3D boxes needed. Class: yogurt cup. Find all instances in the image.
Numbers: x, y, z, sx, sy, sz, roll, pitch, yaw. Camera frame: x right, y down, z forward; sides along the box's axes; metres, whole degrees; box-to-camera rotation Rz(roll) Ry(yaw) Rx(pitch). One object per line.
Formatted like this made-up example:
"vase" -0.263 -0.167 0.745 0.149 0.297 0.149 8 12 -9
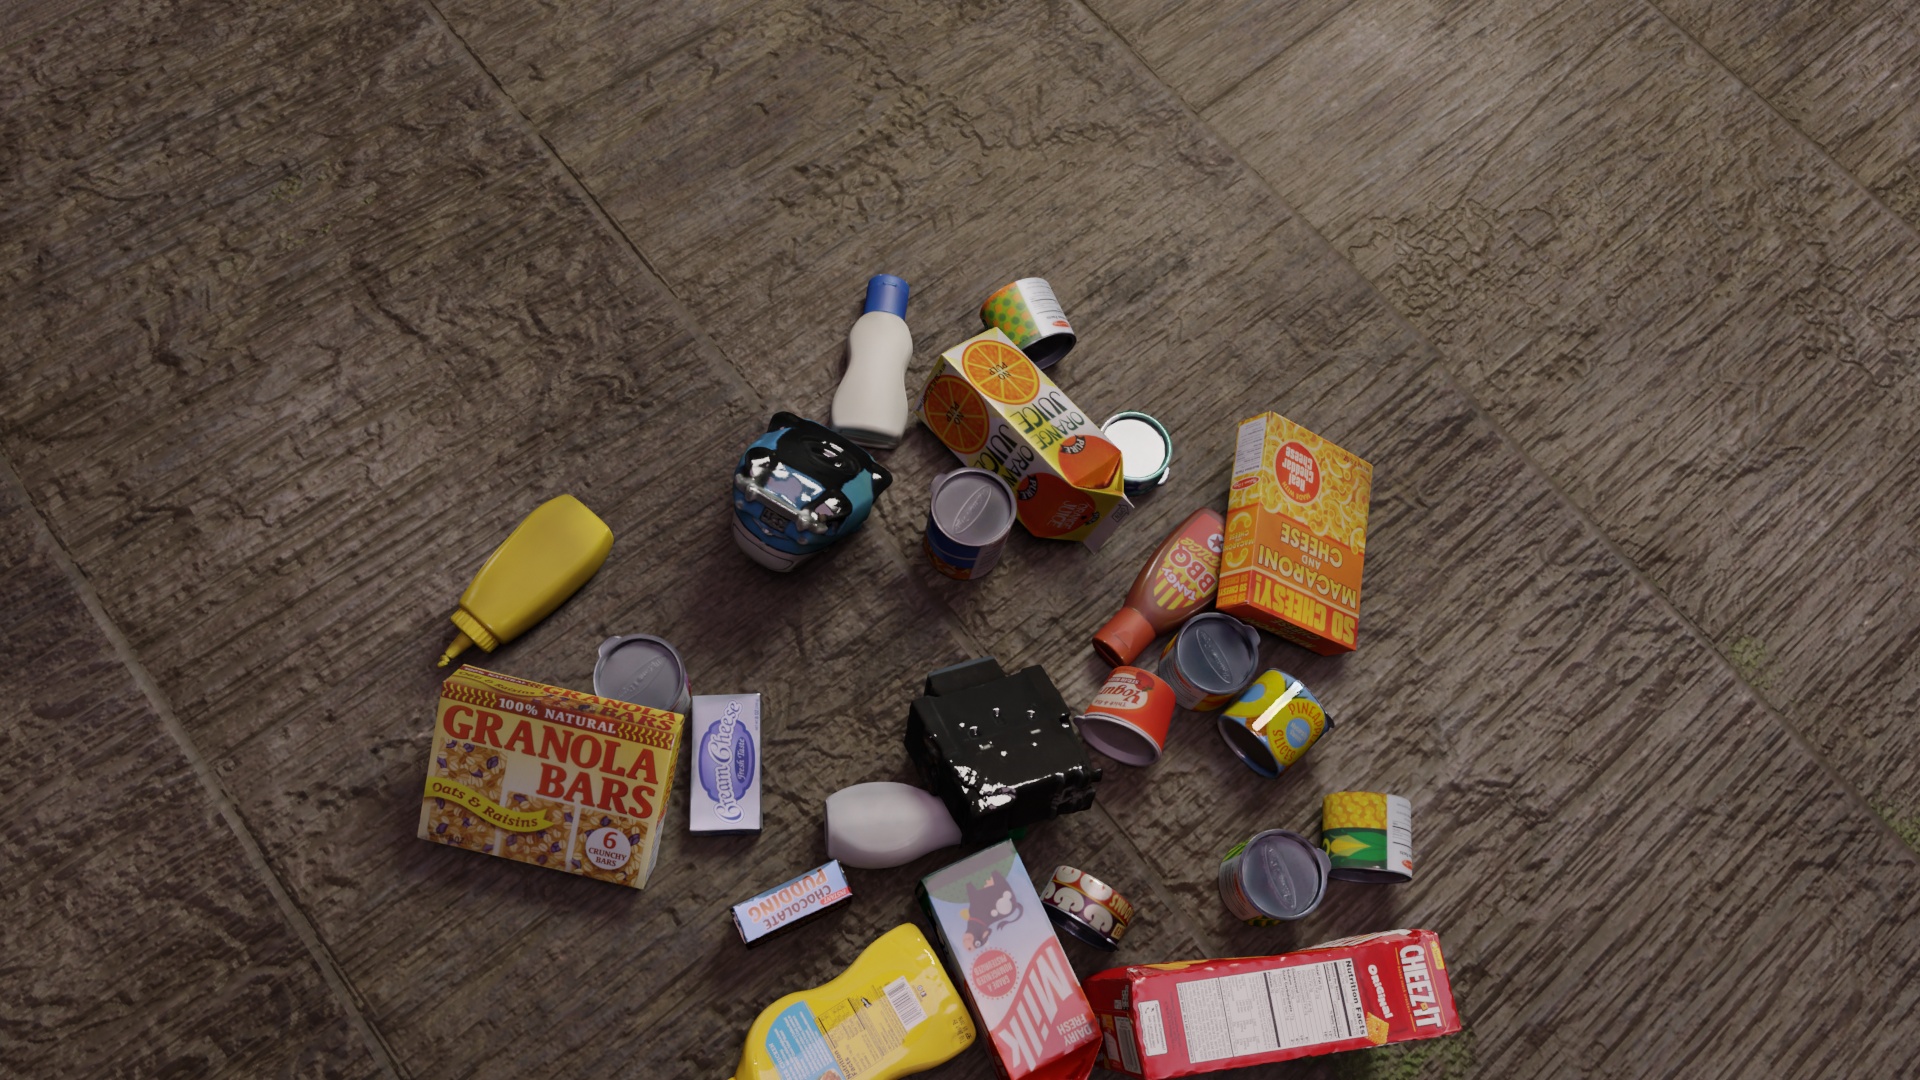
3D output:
"yogurt cup" 0.132 0.134 1.071 0.072 0.072 0.054 28 61 4

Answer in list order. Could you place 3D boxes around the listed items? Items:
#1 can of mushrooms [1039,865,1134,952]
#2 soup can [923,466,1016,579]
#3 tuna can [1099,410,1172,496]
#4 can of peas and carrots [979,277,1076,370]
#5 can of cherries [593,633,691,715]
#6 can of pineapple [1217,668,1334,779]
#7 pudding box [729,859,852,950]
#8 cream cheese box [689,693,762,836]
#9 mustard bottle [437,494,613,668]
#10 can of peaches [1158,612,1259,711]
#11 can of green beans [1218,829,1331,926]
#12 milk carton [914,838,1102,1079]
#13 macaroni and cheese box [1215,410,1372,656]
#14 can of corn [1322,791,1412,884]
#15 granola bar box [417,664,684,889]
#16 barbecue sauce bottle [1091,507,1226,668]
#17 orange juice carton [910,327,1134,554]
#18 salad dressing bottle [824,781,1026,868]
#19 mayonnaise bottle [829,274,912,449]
"can of mushrooms" 0.093 0.269 1.012 0.071 0.070 0.033 32 68 6
"soup can" 0.004 -0.014 1.100 0.071 0.083 0.071 2 69 -6
"tuna can" 0.145 -0.072 1.165 0.071 0.032 0.071 2 69 -5
"can of peas and carrots" 0.055 -0.180 1.180 0.071 0.070 0.059 -21 73 -13
"can of cherries" -0.239 0.107 1.042 0.071 0.058 0.071 2 70 -5
"can of pineapple" 0.243 0.142 1.076 0.058 0.070 0.071 -40 78 -17
"pudding box" -0.121 0.263 1.000 0.084 0.049 0.030 -21 72 -14
"cream cheese box" -0.176 0.168 1.044 0.053 0.024 0.104 -1 69 -5
"mustard bottle" -0.340 0.037 1.062 0.065 0.048 0.161 40 71 9
"can of peaches" 0.196 0.096 1.094 0.071 0.058 0.071 2 69 -6
"can of green beans" 0.232 0.253 1.039 0.071 0.057 0.071 2 69 -5
"milk carton" 0.040 0.317 0.985 0.073 0.072 0.191 -22 74 -14
"macaroni and cheese box" 0.272 -0.004 1.125 0.124 0.040 0.167 23 67 -27
"can of corn" 0.306 0.226 1.055 0.071 0.071 0.058 8 68 -3
"granola bar box" -0.291 0.168 0.992 0.166 0.039 0.124 13 103 -1
"barbecue sauce bottle" 0.167 0.042 1.119 0.065 0.043 0.149 45 72 6
"orange juice carton" 0.058 -0.075 1.124 0.193 0.071 0.073 46 48 11
"salad dressing bottle" -0.026 0.209 1.033 0.148 0.043 0.064 -2 47 -10
"mayonnaise bottle" -0.070 -0.152 1.168 0.065 0.041 0.148 10 68 -6
